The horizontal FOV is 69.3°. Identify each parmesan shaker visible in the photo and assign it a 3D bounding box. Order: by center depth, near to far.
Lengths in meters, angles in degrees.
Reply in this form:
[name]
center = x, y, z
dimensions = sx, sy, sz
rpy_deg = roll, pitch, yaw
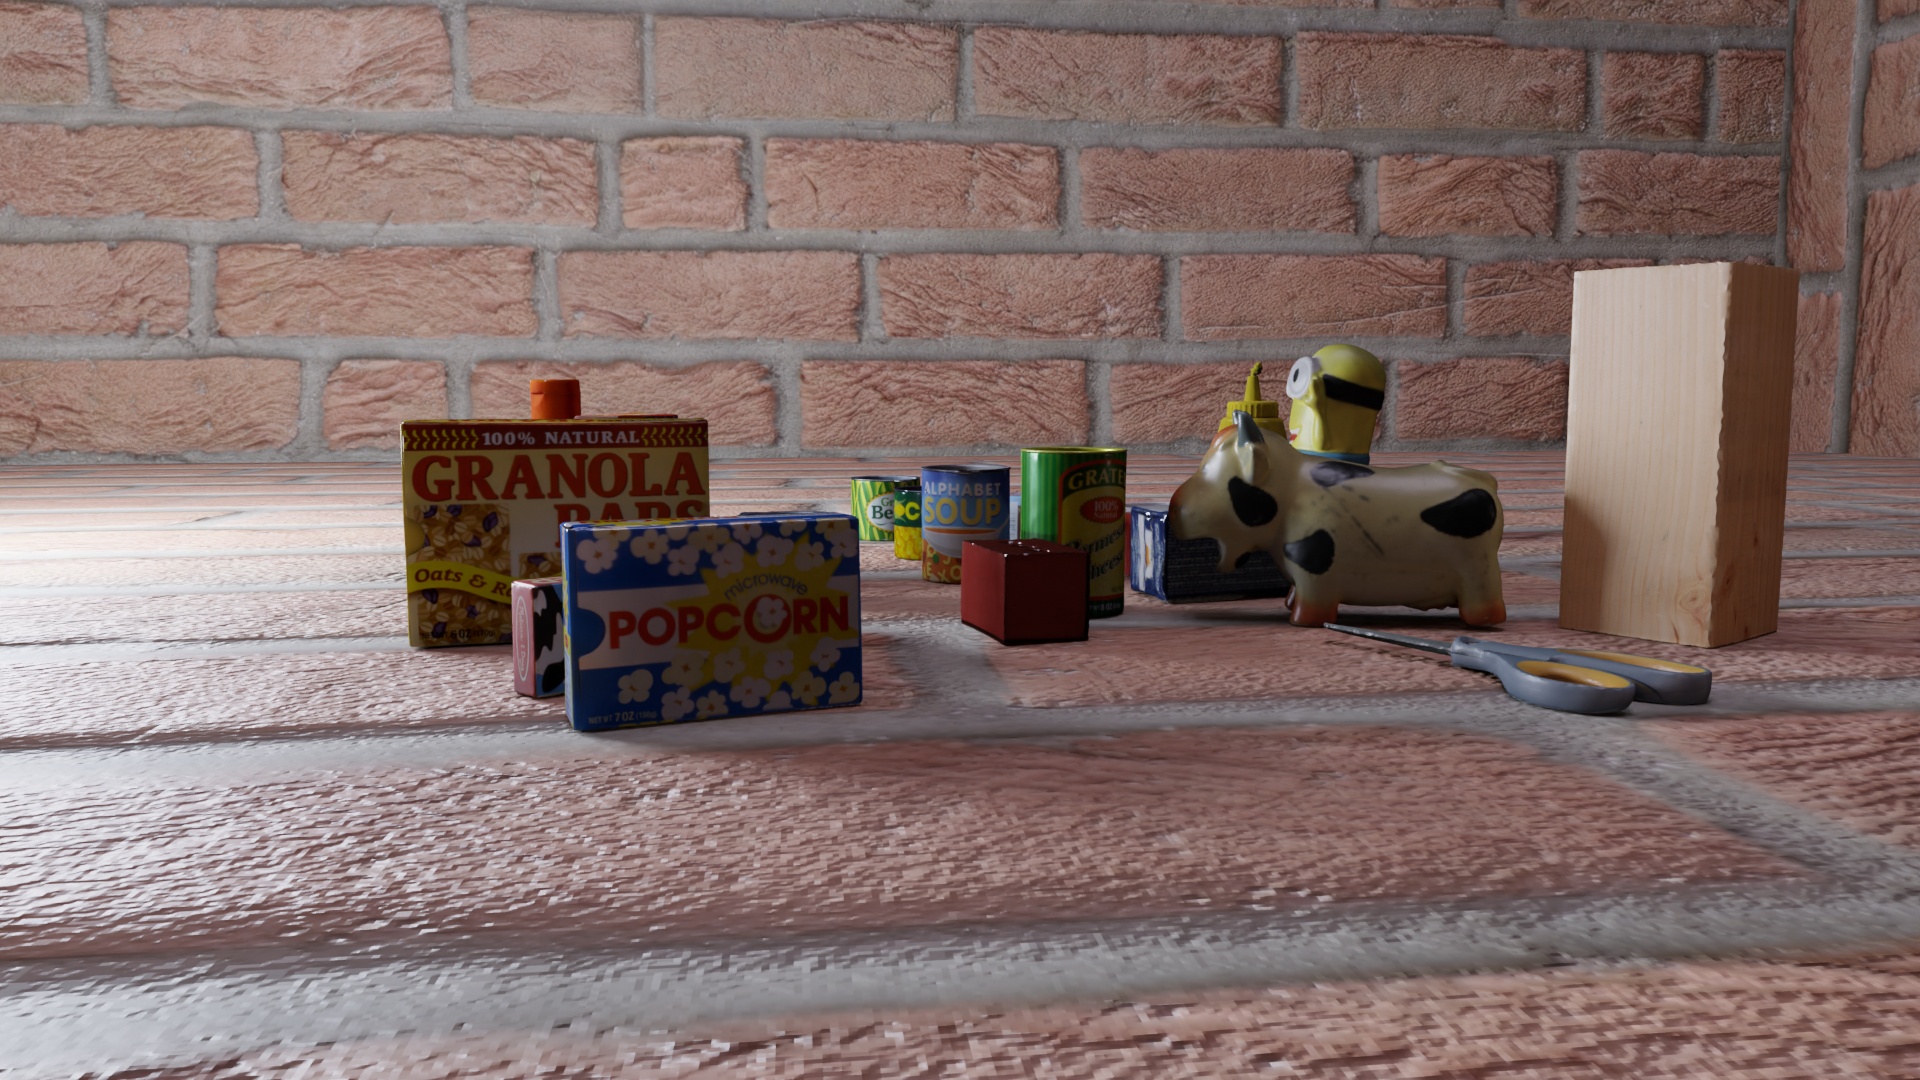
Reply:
[parmesan shaker]
center = 0.073, -0.006, 0.870
dimensions = 0.071, 0.103, 0.071
rpy_deg = 0, 6, 0

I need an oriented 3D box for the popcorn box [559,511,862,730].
[popcorn box]
center = -0.107, 0.032, 0.602
dimensions = 0.127, 0.085, 0.038
rpy_deg = -3, 6, -24

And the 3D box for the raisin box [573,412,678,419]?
[raisin box]
center = -0.240, -0.031, 1.009
dimensions = 0.040, 0.123, 0.086
rpy_deg = 2, 6, 19

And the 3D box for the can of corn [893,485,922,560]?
[can of corn]
center = -0.023, -0.015, 1.160
dimensions = 0.071, 0.058, 0.071
rpy_deg = 0, 6, 0

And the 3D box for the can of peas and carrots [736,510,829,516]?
[can of peas and carrots]
center = -0.116, 0.012, 0.912
dimensions = 0.071, 0.058, 0.071
rpy_deg = 0, 6, 0

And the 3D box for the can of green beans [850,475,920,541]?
[can of green beans]
center = -0.071, -0.031, 1.311
dimensions = 0.071, 0.057, 0.071
rpy_deg = 0, 6, 0

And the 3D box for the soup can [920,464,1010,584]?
[soup can]
center = 0.004, -0.013, 1.021
dimensions = 0.071, 0.083, 0.071
rpy_deg = 0, 6, 0

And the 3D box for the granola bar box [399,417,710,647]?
[granola bar box]
center = -0.226, -0.007, 0.786
dimensions = 0.166, 0.124, 0.039
rpy_deg = -2, 6, -18

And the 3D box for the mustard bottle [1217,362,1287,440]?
[mustard bottle]
center = 0.226, -0.059, 1.085
dimensions = 0.065, 0.160, 0.049
rpy_deg = 4, 7, 34

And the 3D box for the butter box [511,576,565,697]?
[butter box]
center = -0.164, 0.041, 0.668
dimensions = 0.024, 0.053, 0.104
rpy_deg = 5, 8, 44

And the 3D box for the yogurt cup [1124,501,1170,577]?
[yogurt cup]
center = 0.149, 0.000, 1.039
dimensions = 0.072, 0.054, 0.072
rpy_deg = 0, 6, 0

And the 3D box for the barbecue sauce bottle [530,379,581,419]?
[barbecue sauce bottle]
center = -0.307, -0.049, 1.060
dimensions = 0.065, 0.148, 0.044
rpy_deg = 4, 7, 39

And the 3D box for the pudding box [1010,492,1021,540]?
[pudding box]
center = 0.023, -0.019, 1.232
dimensions = 0.083, 0.049, 0.030
rpy_deg = 3, 6, 26
